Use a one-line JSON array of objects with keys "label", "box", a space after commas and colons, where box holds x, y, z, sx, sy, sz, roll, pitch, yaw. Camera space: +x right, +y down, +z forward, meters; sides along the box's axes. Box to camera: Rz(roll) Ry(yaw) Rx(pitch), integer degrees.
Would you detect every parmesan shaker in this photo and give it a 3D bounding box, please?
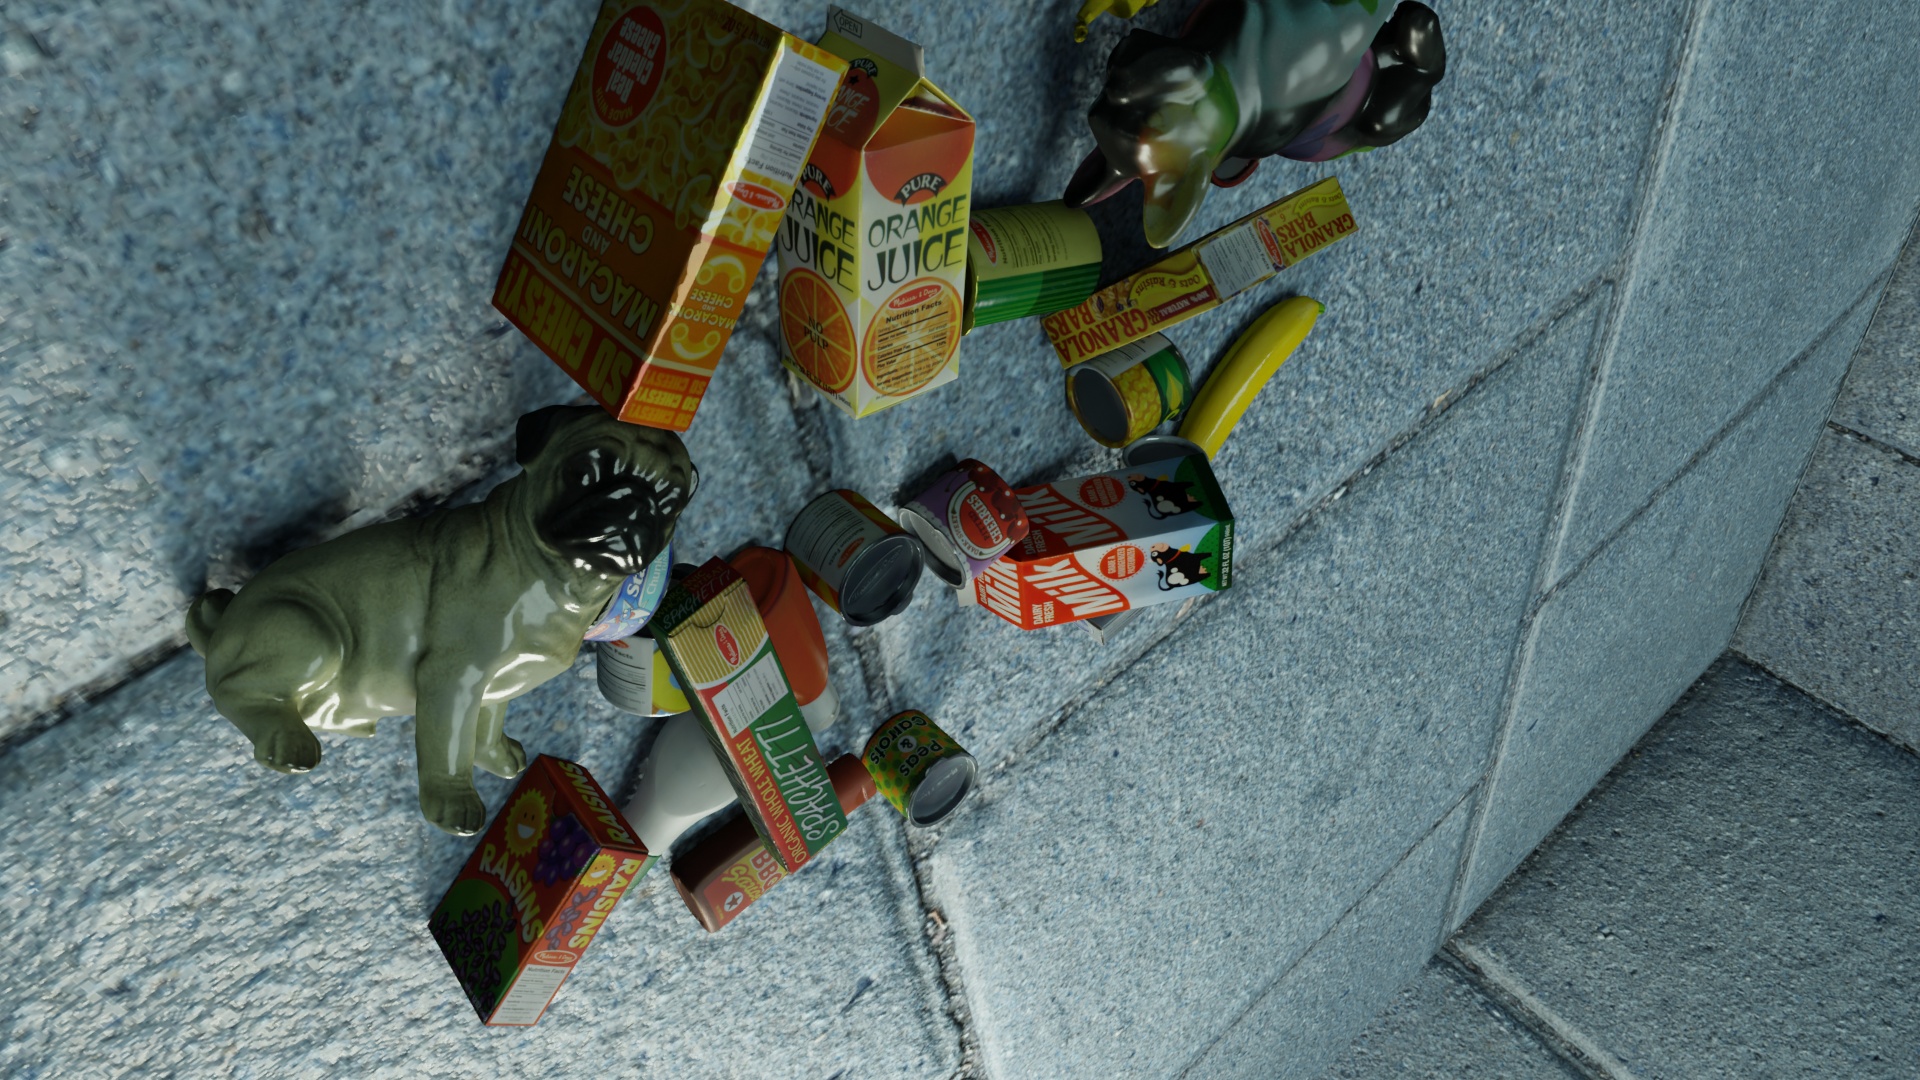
[{"label": "parmesan shaker", "box": [0.025, -0.156, 0.798, 0.103, 0.071, 0.071, -18, 132, -39]}]

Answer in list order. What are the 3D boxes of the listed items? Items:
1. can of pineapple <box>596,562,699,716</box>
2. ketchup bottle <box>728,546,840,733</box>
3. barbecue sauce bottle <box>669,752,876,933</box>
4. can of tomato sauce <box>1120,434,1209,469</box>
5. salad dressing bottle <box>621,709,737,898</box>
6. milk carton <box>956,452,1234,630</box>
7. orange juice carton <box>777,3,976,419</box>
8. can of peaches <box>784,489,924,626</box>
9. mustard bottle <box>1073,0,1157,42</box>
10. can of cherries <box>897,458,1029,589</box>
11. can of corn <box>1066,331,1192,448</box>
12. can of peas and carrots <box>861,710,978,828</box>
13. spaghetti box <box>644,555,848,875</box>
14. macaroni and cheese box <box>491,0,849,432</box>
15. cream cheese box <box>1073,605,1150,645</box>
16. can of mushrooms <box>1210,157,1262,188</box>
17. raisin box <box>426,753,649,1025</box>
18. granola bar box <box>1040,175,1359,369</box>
[{"label": "can of pineapple", "box": [-0.166, 0.054, 0.767, 0.071, 0.071, 0.057, -21, 134, -36]}, {"label": "ketchup bottle", "box": [-0.109, 0.069, 0.858, 0.148, 0.043, 0.065, 73, 34, -52]}, {"label": "barbecue sauce bottle", "box": [-0.126, 0.203, 0.959, 0.149, 0.044, 0.064, -35, 140, -24]}, {"label": "can of tomato sauce", "box": [0.153, -0.029, 1.052, 0.071, 0.071, 0.082, -27, 137, -31]}, {"label": "salad dressing bottle", "box": [-0.175, 0.155, 0.855, 0.064, 0.044, 0.147, 39, 97, -10]}, {"label": "milk carton", "box": [0.088, 0.004, 0.968, 0.191, 0.074, 0.072, -12, 135, -3]}, {"label": "orange juice carton", "box": [-0.045, -0.167, 0.709, 0.073, 0.072, 0.191, -26, 137, -33]}, {"label": "can of peaches", "box": [-0.064, 0.011, 0.852, 0.071, 0.058, 0.070, -30, 139, -30]}, {"label": "mustard bottle", "box": [0.110, -0.336, 0.758, 0.160, 0.049, 0.065, -50, 148, -3]}, {"label": "can of cherries", "box": [0.003, -0.011, 0.897, 0.058, 0.071, 0.071, -39, 142, -19]}, {"label": "can of corn", "box": [0.115, -0.101, 0.948, 0.058, 0.071, 0.070, -31, 139, -26]}, {"label": "can of peas and carrots", "box": [-0.031, 0.166, 1.020, 0.071, 0.059, 0.070, -29, 137, -30]}, {"label": "spaghetti box", "box": [-0.115, 0.108, 0.785, 0.050, 0.029, 0.248, -39, 142, -22]}, {"label": "macaroni and cheese box", "box": [-0.128, -0.147, 0.588, 0.040, 0.124, 0.166, 8, 114, -49]}, {"label": "cream cheese box", "box": [0.129, 0.033, 1.091, 0.104, 0.053, 0.024, -37, 144, -21]}, {"label": "can of mushrooms", "box": [0.170, -0.263, 0.902, 0.071, 0.033, 0.070, -30, 139, -30]}, {"label": "raisin box", "box": [-0.241, 0.198, 0.788, 0.040, 0.086, 0.123, 29, 97, -50]}, {"label": "granola bar box", "box": [0.143, -0.163, 0.858, 0.125, 0.165, 0.039, -30, 98, -28]}]
